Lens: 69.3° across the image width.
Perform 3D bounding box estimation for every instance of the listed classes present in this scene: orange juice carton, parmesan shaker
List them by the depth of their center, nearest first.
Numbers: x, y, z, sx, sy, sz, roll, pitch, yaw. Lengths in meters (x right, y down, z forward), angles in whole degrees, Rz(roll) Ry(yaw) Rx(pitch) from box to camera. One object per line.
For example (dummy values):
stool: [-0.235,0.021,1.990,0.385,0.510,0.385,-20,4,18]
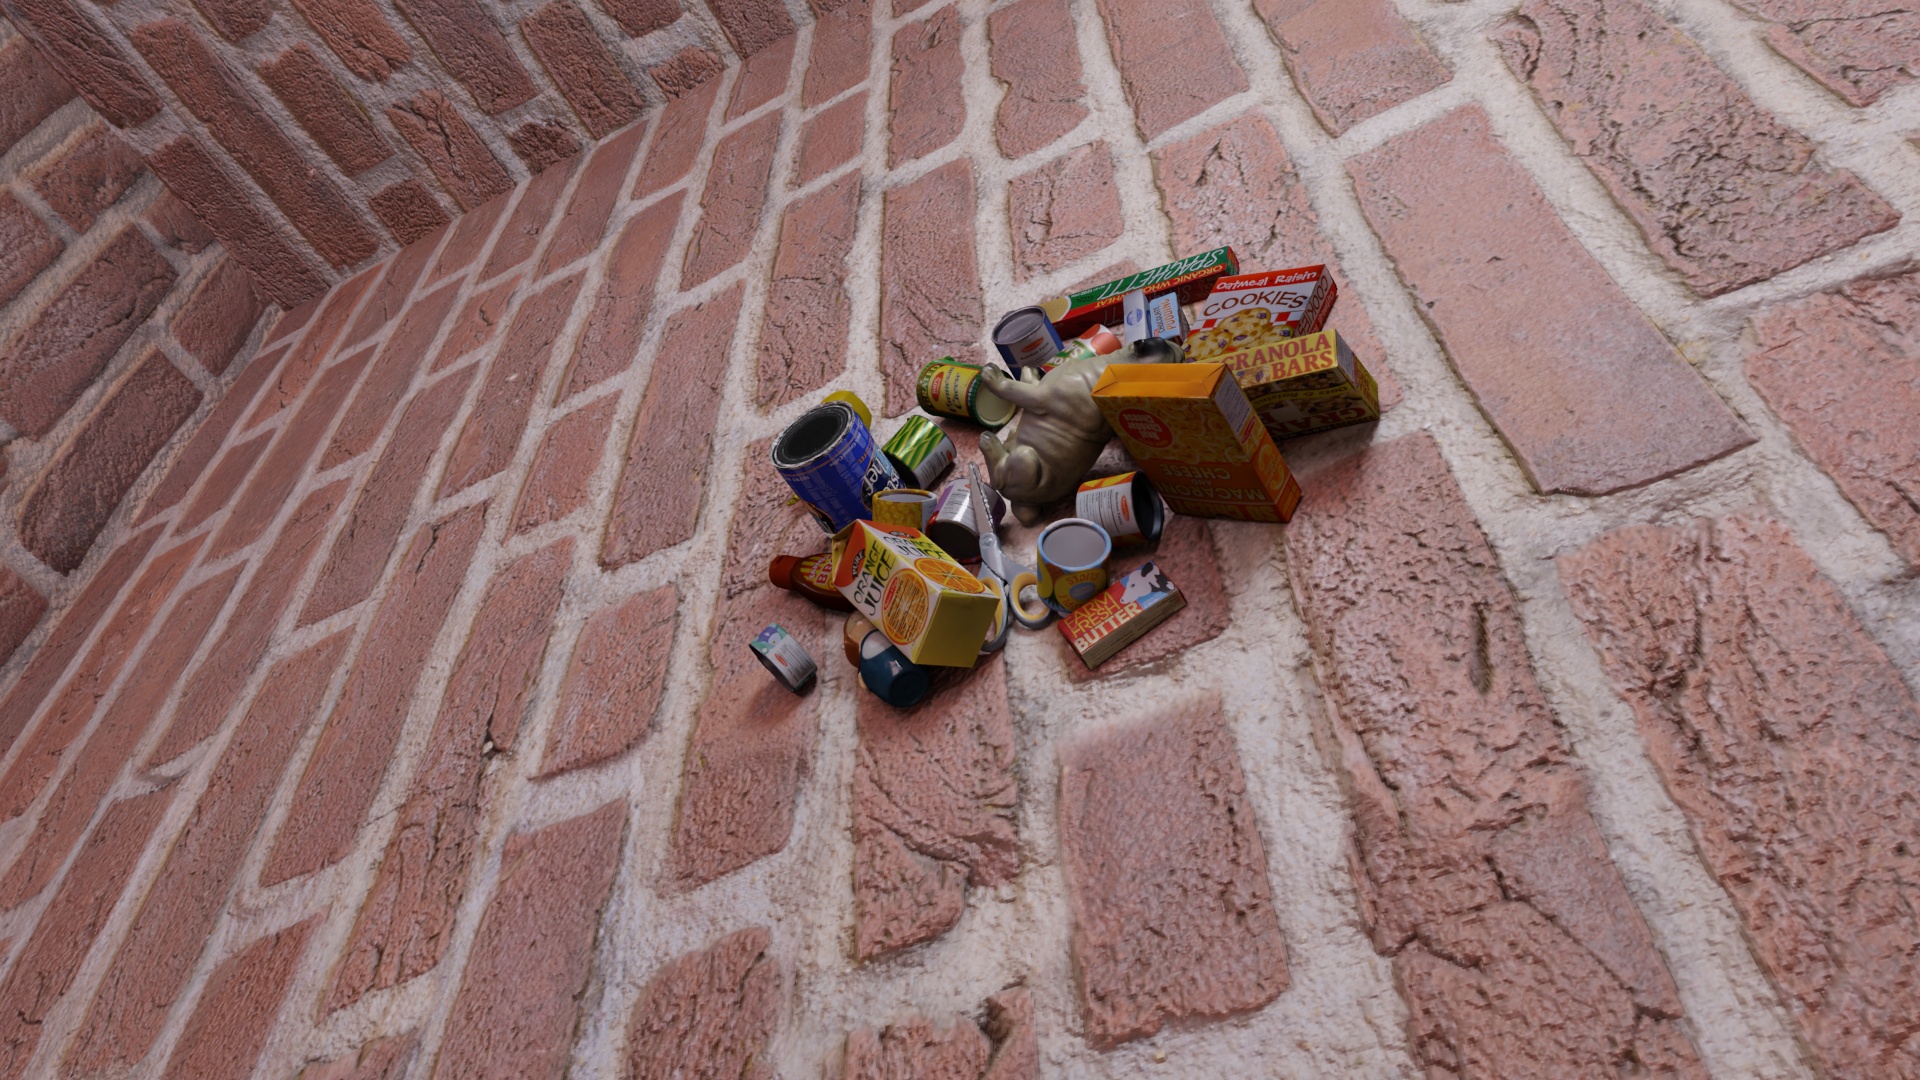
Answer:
orange juice carton: [-0.054,0.038,1.288,0.193,0.072,0.072,39,113,46]
parmesan shaker: [0.008,-0.167,1.548,0.071,0.071,0.103,-48,36,-20]

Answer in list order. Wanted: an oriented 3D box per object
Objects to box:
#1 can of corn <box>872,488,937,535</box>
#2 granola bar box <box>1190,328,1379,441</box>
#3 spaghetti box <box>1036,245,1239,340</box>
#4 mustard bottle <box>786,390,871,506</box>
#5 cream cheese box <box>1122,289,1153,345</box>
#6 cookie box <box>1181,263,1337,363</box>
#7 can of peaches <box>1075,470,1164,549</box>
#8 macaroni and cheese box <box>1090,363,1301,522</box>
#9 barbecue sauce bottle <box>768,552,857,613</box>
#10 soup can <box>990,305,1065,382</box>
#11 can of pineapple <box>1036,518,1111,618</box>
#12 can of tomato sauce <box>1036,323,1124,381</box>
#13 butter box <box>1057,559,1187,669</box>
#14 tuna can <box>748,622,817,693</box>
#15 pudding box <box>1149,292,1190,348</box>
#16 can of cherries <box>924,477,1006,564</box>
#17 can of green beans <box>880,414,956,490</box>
can of corn: [-0.059,-0.017,1.402,0.071,0.058,0.071,1,14,0]
granola bar box: [0.272,-0.127,1.233,0.165,0.124,0.039,-11,67,30]
spaghetti box: [0.191,-0.273,1.564,0.249,0.028,0.050,-13,40,28]
mustard bottle: [-0.159,-0.100,1.613,0.048,0.065,0.161,-5,49,44]
cream cheese box: [0.194,-0.216,1.469,0.024,0.053,0.104,-22,36,21]
cookie box: [0.290,-0.203,1.387,0.123,0.040,0.168,1,48,40]
can of peaches: [0.146,-0.026,1.267,0.058,0.071,0.071,-12,40,30]
macaroni and cheese box: [0.204,-0.082,1.195,0.123,0.166,0.040,6,57,44]
barbecue sauce bottle: [-0.139,0.039,1.438,0.148,0.043,0.065,6,49,44]
soup can: [0.080,-0.206,1.524,0.071,0.083,0.072,-22,36,17]
can of pineapple: [0.100,0.024,1.228,0.071,0.057,0.071,-2,45,2]
can of tomato sauce: [0.130,-0.180,1.462,0.083,0.071,0.071,-38,34,-7]
butter box: [0.138,0.063,1.197,0.103,0.024,0.053,-34,35,-1]
tuna can: [-0.173,0.114,1.355,0.033,0.071,0.071,-44,35,-16]
pudding box: [0.220,-0.215,1.450,0.030,0.049,0.084,-18,37,20]
can of cherries: [0.005,-0.017,1.373,0.071,0.071,0.059,-5,44,35]
can of green beans: [-0.047,-0.093,1.506,0.058,0.071,0.071,-48,36,-19]
